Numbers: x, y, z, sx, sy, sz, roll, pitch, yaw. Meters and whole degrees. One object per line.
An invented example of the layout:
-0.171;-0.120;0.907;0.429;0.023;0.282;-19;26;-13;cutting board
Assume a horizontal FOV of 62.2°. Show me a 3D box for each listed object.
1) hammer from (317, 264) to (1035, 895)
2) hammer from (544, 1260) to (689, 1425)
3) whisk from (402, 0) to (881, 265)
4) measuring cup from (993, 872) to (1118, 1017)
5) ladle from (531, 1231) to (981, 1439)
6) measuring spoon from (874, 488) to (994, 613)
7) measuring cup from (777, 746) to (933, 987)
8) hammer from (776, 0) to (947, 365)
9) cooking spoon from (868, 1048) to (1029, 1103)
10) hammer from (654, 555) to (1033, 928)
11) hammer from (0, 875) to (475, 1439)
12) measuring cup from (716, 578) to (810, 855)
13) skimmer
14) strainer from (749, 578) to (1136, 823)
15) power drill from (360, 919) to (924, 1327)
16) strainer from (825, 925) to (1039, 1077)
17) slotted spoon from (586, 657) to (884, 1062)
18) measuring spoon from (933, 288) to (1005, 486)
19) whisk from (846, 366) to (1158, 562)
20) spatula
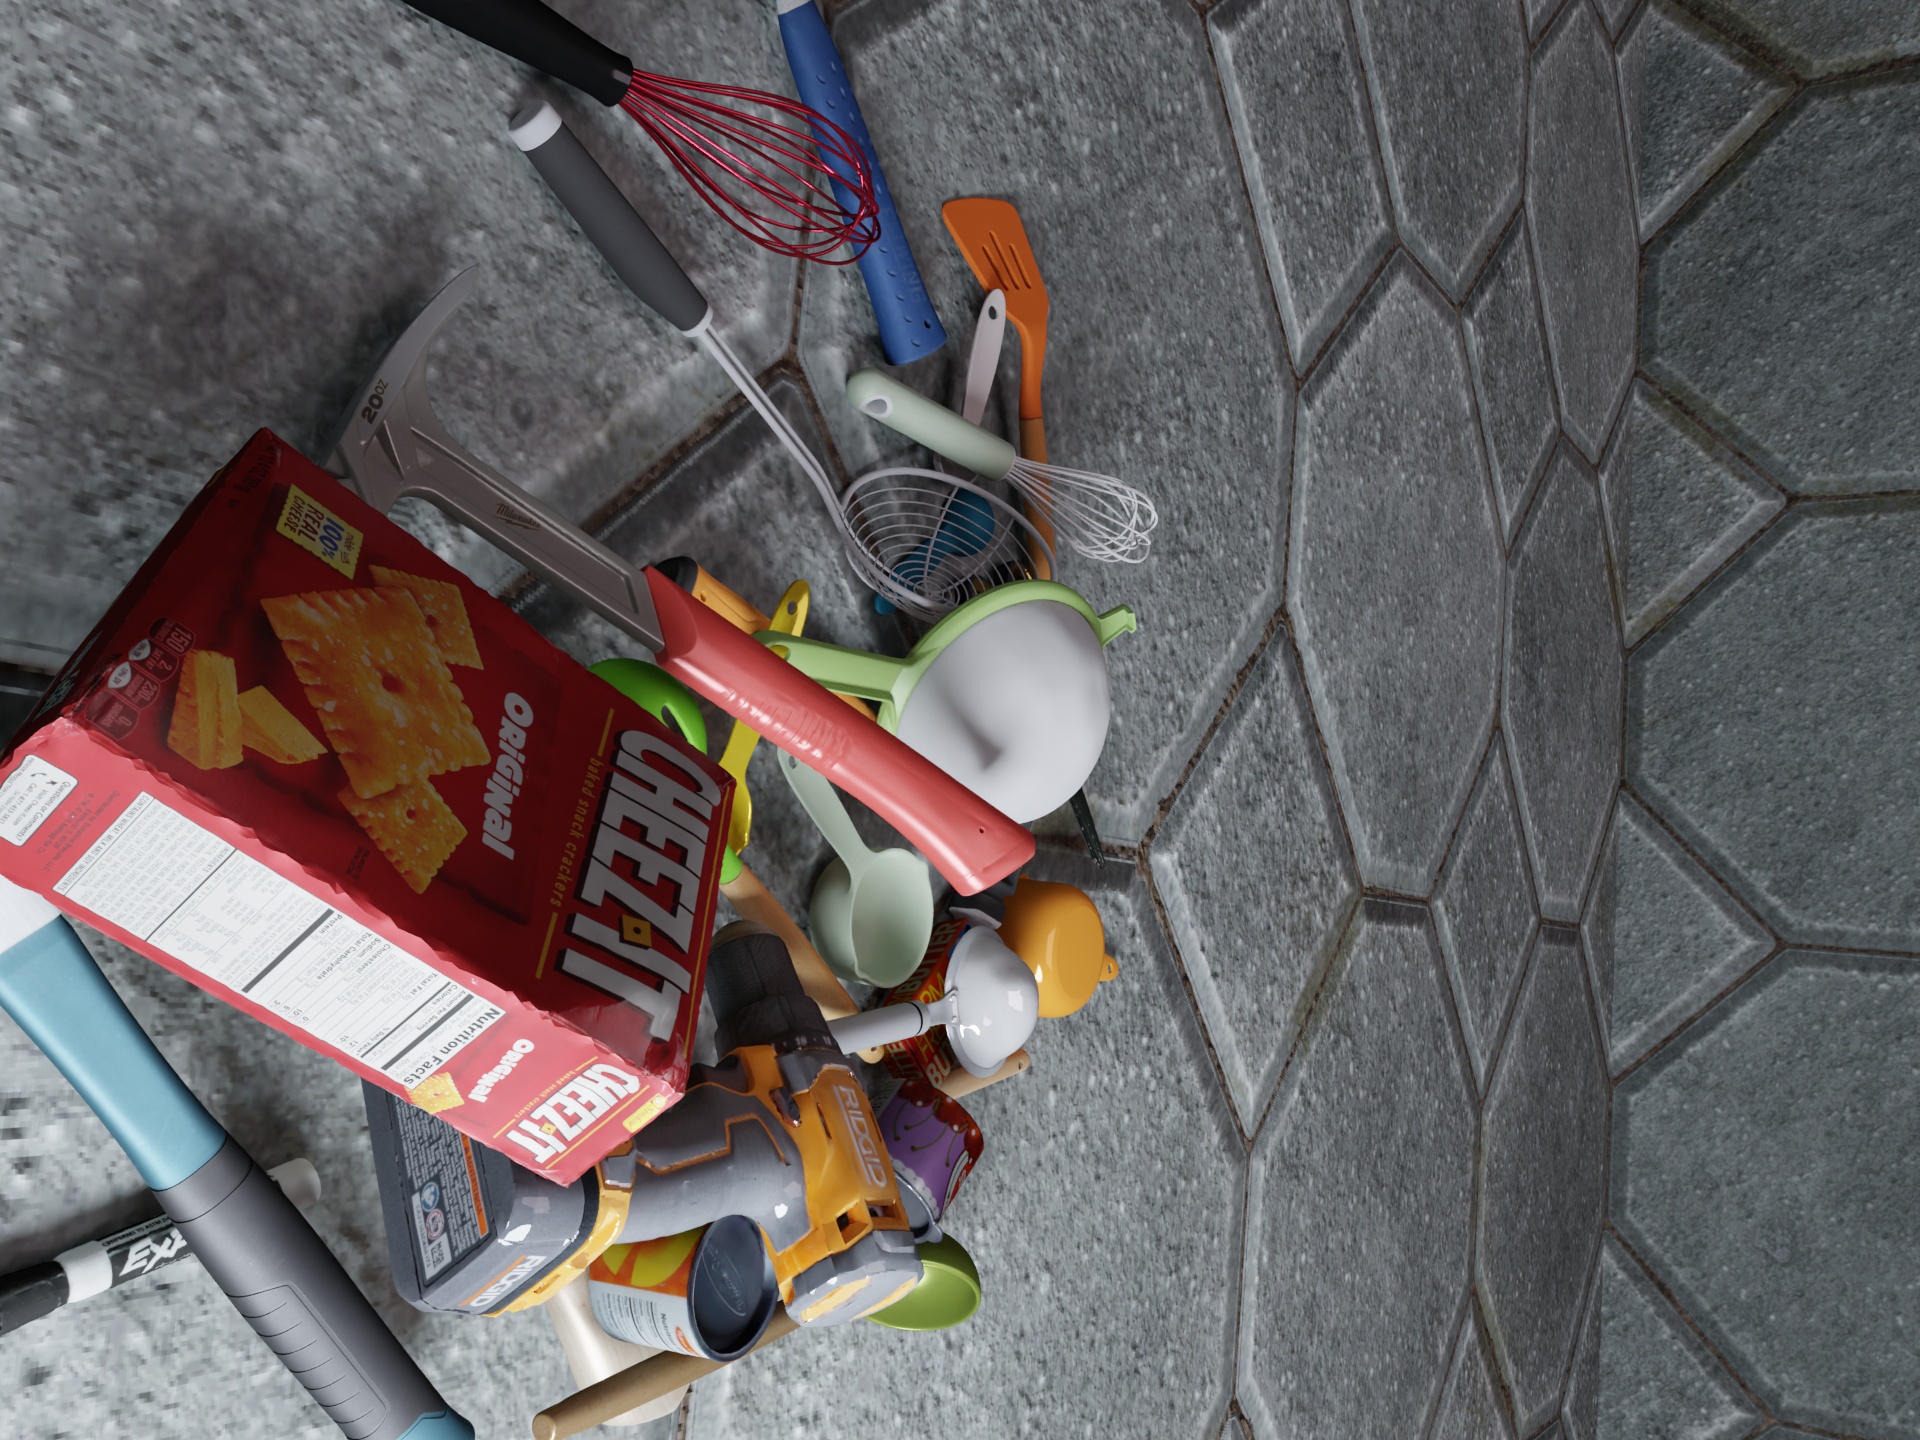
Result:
-0.101;-0.033;0.688;0.358;0.037;0.149;36;52;-29;hammer
-0.204;0.145;0.657;0.146;0.038;0.410;-54;132;-42;hammer
-0.142;-0.285;0.730;0.295;0.073;0.073;15;78;-48;whisk
0.079;0.157;1.052;0.173;0.052;0.095;23;71;-51;measuring cup
-0.087;0.304;0.772;0.320;0.078;0.062;7;60;-61;ladle
-0.011;-0.098;0.946;0.129;0.021;0.042;-50;129;-45;measuring spoon
-0.069;0.073;0.852;0.083;0.038;0.167;-57;132;-38;measuring cup
-0.086;-0.384;0.826;0.144;0.035;0.405;-50;129;-43;hammer
-0.051;0.222;0.895;0.318;0.017;0.069;-2;91;-55;cooking spoon
-0.053;0.000;0.877;0.336;0.034;0.127;40;59;-48;hammer
-0.255;0.158;0.537;0.128;0.033;0.330;-41;127;-32;hammer
-0.112;0.002;0.770;0.062;0.029;0.156;33;76;-51;measuring cup
-0.073;-0.172;0.799;0.362;0.090;0.127;49;22;-41;skimmer
-0.001;-0.003;0.812;0.256;0.069;0.151;11;115;-48;strainer
-0.122;0.149;0.644;0.226;0.084;0.186;23;34;-48;power drill
-0.019;0.162;0.862;0.258;0.050;0.087;0;85;-53;strainer
-0.099;0.086;0.771;0.070;0.031;0.313;-53;139;-23;slotted spoon
0.006;-0.201;0.962;0.034;0.018;0.124;17;84;-41;measuring spoon
0.030;-0.152;0.953;0.246;0.058;0.059;22;49;-38;whisk
0.040;-0.170;1.023;0.081;0.041;0.322;-25;115;-51;spatula
